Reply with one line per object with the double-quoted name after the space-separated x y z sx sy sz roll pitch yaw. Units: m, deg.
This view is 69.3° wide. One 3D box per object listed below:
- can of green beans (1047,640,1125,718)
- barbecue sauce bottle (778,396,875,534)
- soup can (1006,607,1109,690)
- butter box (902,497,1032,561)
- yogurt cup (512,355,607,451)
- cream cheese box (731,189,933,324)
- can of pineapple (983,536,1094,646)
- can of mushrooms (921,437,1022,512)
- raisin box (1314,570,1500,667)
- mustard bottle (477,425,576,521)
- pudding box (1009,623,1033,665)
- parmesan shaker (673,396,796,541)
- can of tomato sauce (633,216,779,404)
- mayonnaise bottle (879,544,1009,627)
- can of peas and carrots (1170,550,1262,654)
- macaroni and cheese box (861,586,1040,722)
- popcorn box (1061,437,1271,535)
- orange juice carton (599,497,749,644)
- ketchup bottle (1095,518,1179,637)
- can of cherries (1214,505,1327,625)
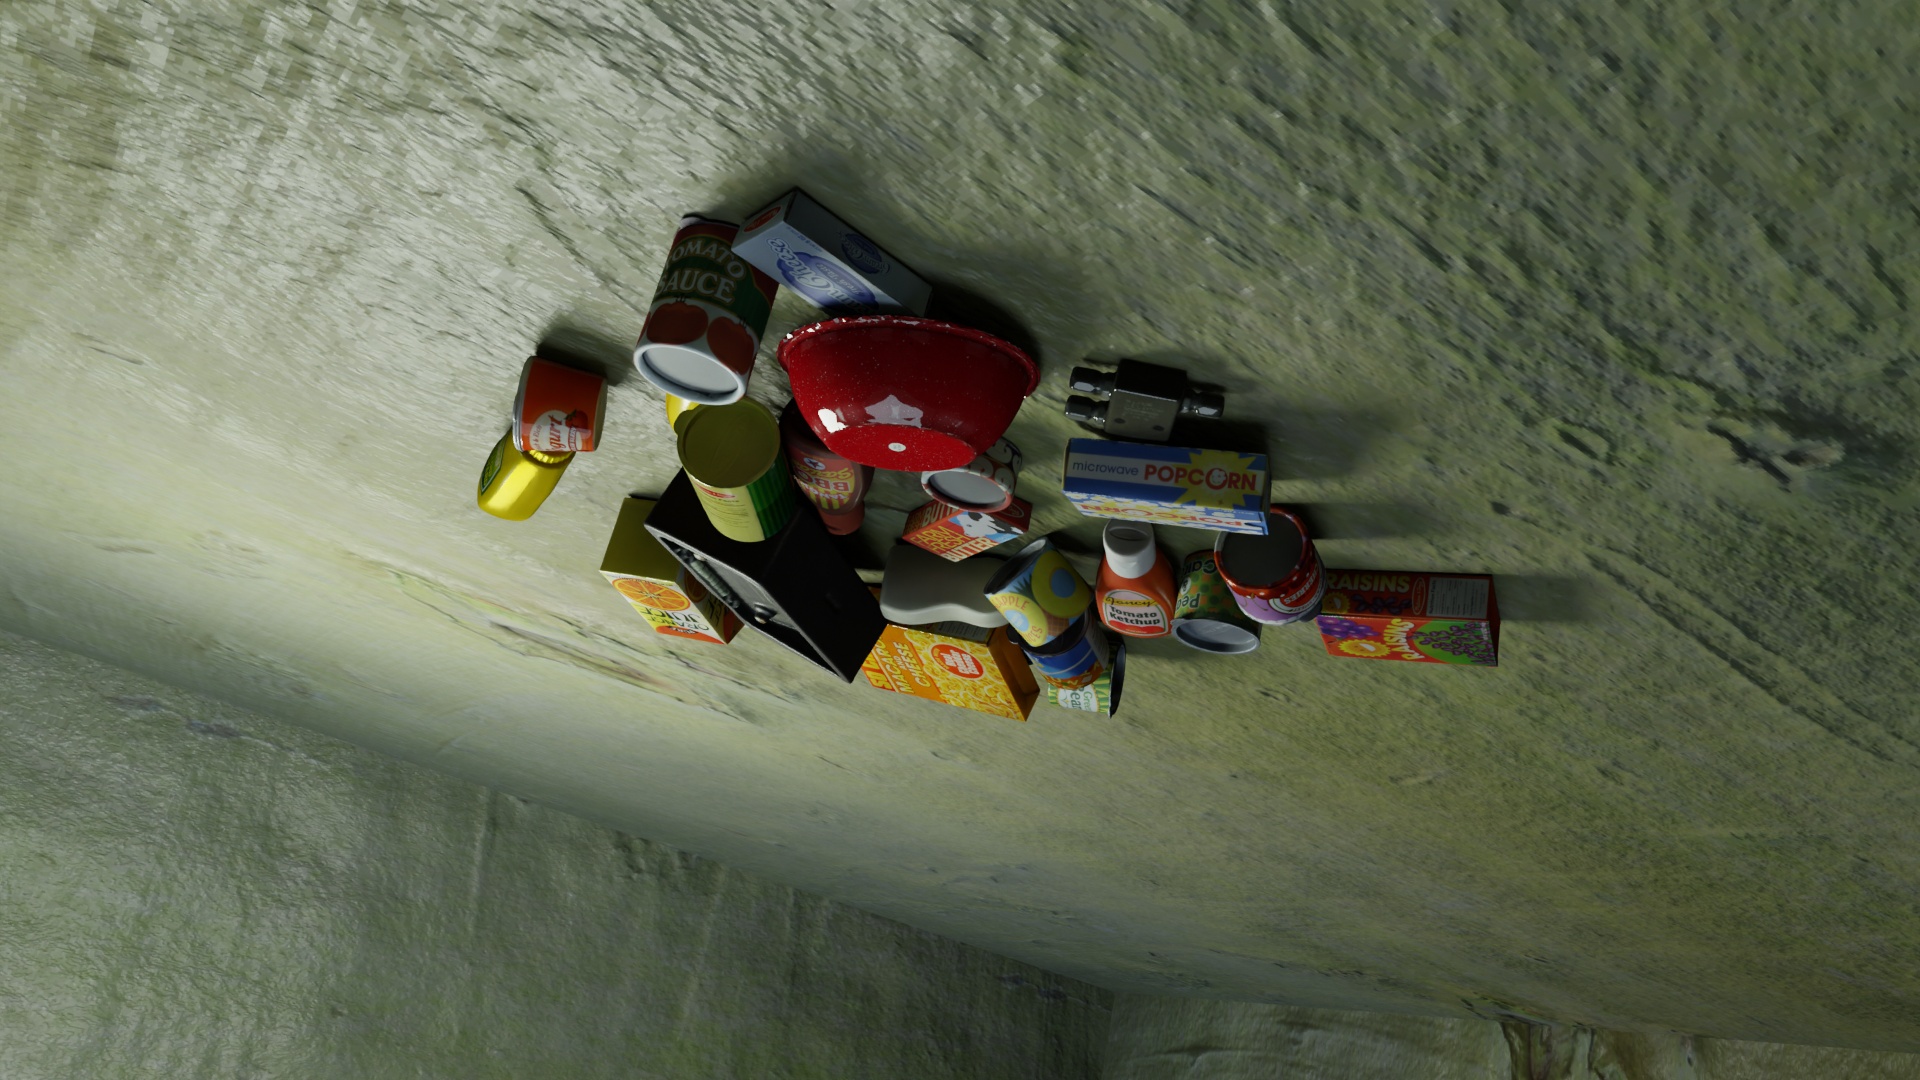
0.114 0.120 1.247 0.058 0.071 0.071 7 156 16 "can of green beans"
-0.091 -0.050 0.997 0.065 0.044 0.148 19 158 8 "barbecue sauce bottle"
0.083 0.083 1.176 0.071 0.071 0.083 4 155 21 "soup can"
0.004 -0.013 1.055 0.053 0.024 0.103 24 155 -26 "butter box"
-0.280 -0.093 0.978 0.054 0.072 0.072 8 158 -8 "yogurt cup"
-0.071 -0.152 0.778 0.103 0.024 0.053 30 153 -34 "cream cheese box"
0.059 0.041 1.067 0.058 0.071 0.070 48 148 -9 "can of pineapple"
0.009 -0.047 0.963 0.071 0.033 0.070 11 156 5 "can of mushrooms"
0.329 0.058 1.023 0.123 0.040 0.086 2 155 26 "raisin box"
-0.330 -0.065 1.073 0.049 0.065 0.159 20 151 -27 "mustard bottle"
0.036 0.098 1.286 0.049 0.030 0.083 26 154 -25 "pudding box"
-0.151 -0.048 0.939 0.071 0.071 0.102 12 161 4 "parmesan shaker"
-0.144 -0.130 0.792 0.071 0.083 0.071 11 157 5 "can of tomato sauce"
0.012 0.042 1.132 0.148 0.065 0.041 6 155 7 "mayonnaise bottle"
0.194 0.046 1.044 0.071 0.059 0.070 12 156 5 "can of peas and carrots"
-0.023 0.100 1.256 0.166 0.040 0.123 10 145 29 "macaroni and cheese box"
0.134 -0.034 0.891 0.127 0.038 0.085 7 172 15 "popcorn box"
-0.247 0.038 1.246 0.072 0.073 0.192 8 157 12 "orange juice carton"
0.132 0.027 1.053 0.065 0.044 0.148 7 156 15 "ketchup bottle"
0.215 0.018 0.955 0.071 0.072 0.058 1 153 27 "can of cherries"
